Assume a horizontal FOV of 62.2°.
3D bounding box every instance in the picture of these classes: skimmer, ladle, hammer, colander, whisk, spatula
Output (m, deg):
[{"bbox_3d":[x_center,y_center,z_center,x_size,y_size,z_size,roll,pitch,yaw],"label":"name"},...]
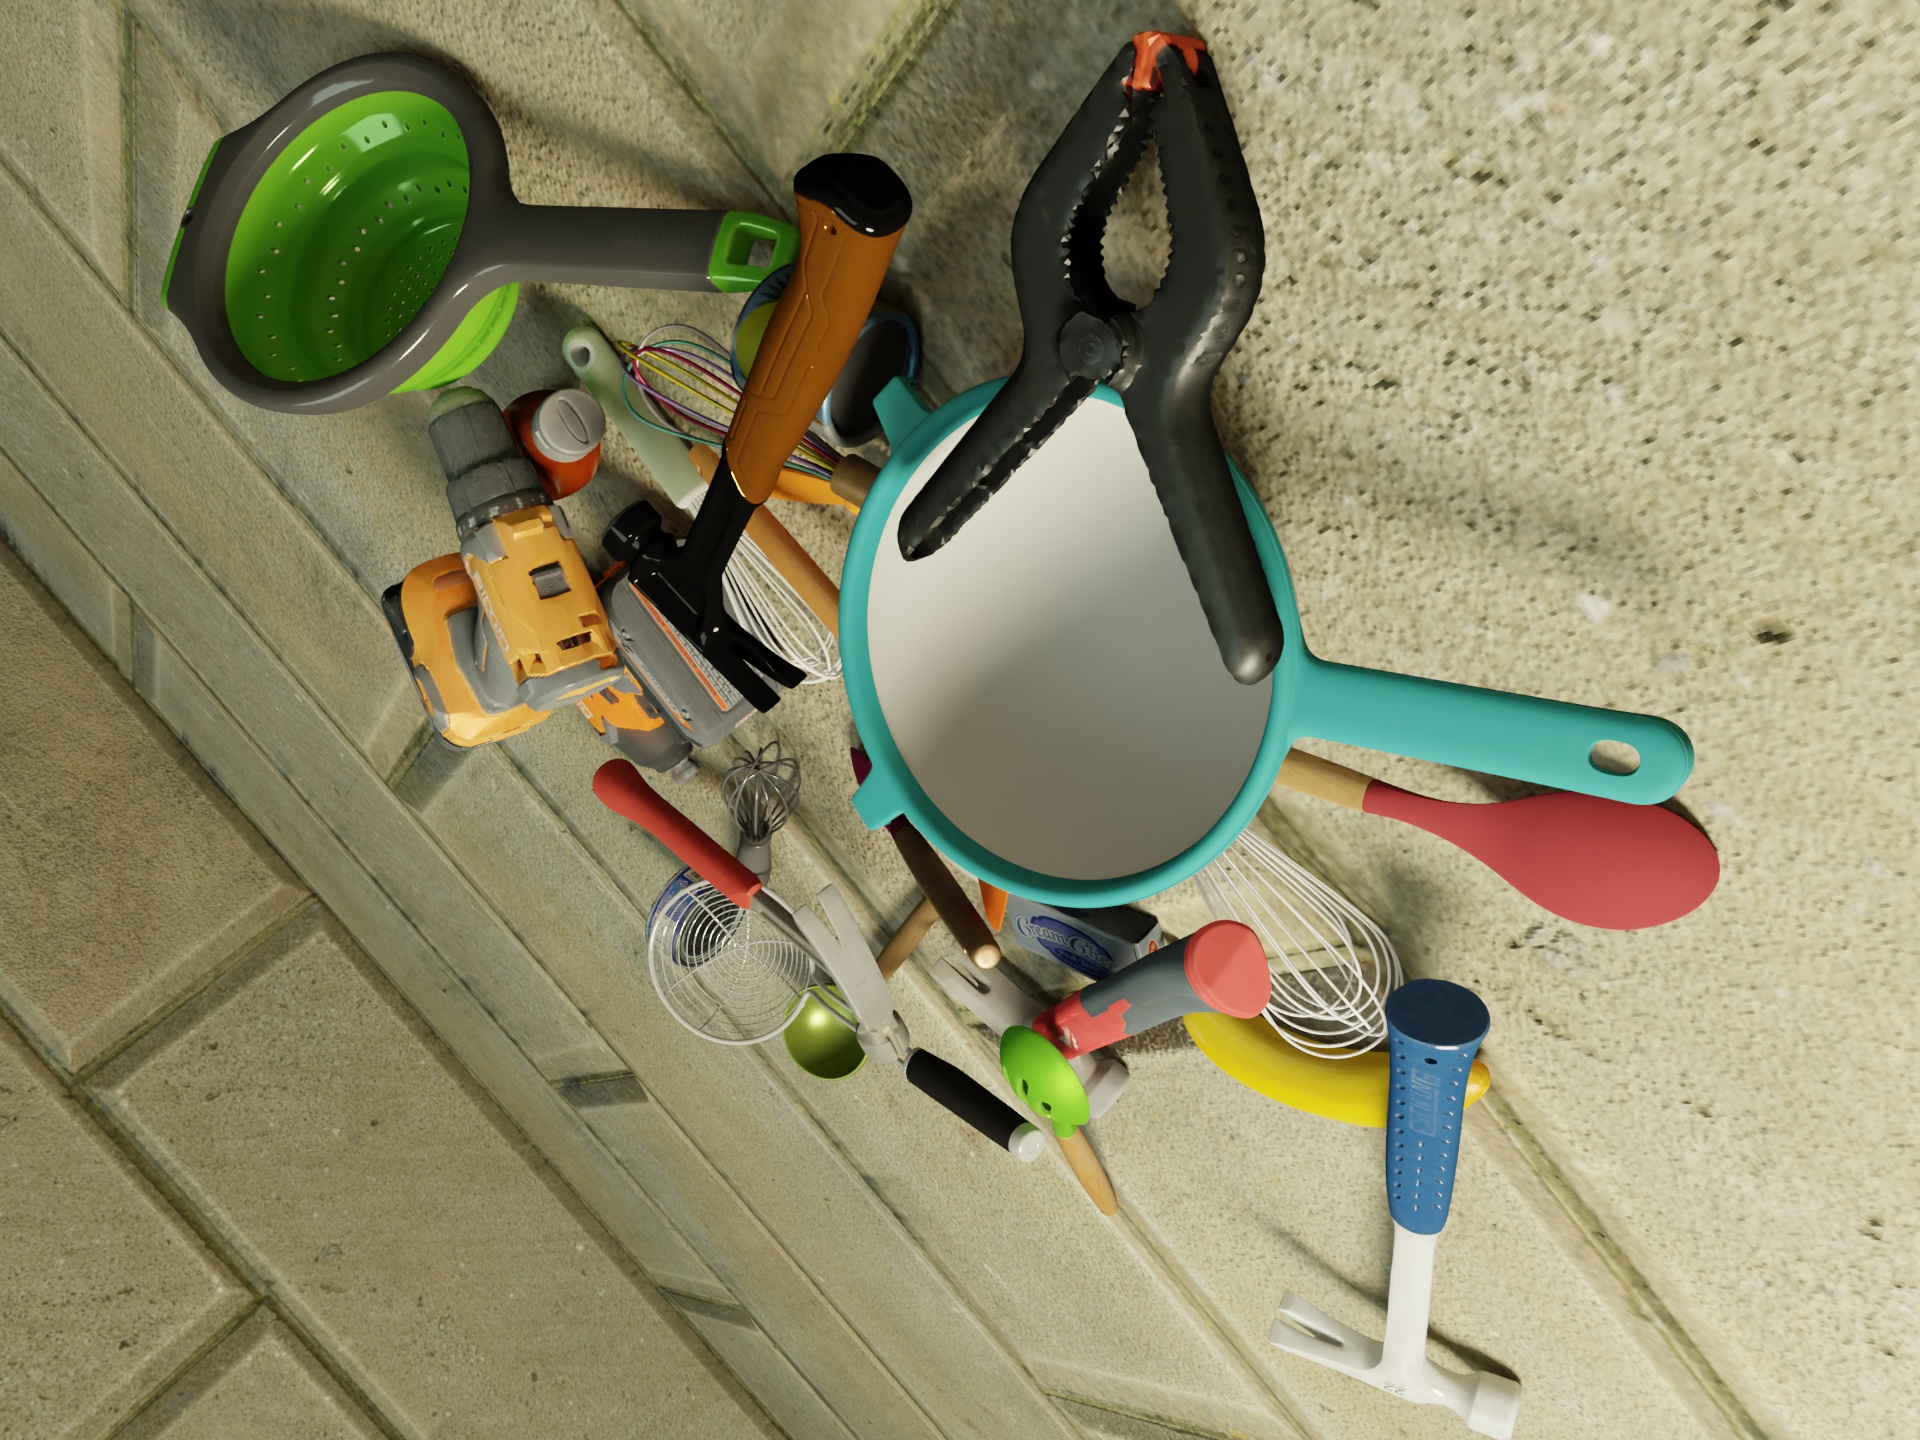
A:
[{"bbox_3d":[-0.089,0.211,1.082,0.364,0.090,0.127,23,103,49],"label":"skimmer"},{"bbox_3d":[0.148,0.021,0.667,0.316,0.031,0.069,20,137,32],"label":"ladle"},{"bbox_3d":[0.070,0.145,0.854,0.143,0.038,0.386,40,161,4],"label":"hammer"},{"bbox_3d":[-0.238,-0.234,0.833,0.397,0.204,0.094,11,171,25],"label":"colander"},{"bbox_3d":[-0.145,-0.122,0.900,0.058,0.059,0.246,-36,92,24],"label":"whisk"},{"bbox_3d":[-0.146,0.078,1.139,0.055,0.055,0.238,41,155,11],"label":"whisk"},{"bbox_3d":[0.227,0.259,0.814,0.144,0.035,0.405,13,141,24],"label":"hammer"},{"bbox_3d":[0.106,0.039,0.755,0.284,0.070,0.070,50,151,6],"label":"whisk"},{"bbox_3d":[-0.076,-0.129,0.770,0.245,0.051,0.047,32,165,20],"label":"whisk"},{"bbox_3d":[-0.058,-0.036,0.801,0.323,0.041,0.081,49,154,27],"label":"spatula"},{"bbox_3d":[-0.065,0.187,1.149,0.078,0.062,0.320,50,149,11],"label":"ladle"},{"bbox_3d":[-0.165,0.100,1.097,0.359,0.037,0.149,30,151,46],"label":"hammer"},{"bbox_3d":[-0.082,-0.116,0.693,0.127,0.034,0.336,46,150,3],"label":"hammer"}]

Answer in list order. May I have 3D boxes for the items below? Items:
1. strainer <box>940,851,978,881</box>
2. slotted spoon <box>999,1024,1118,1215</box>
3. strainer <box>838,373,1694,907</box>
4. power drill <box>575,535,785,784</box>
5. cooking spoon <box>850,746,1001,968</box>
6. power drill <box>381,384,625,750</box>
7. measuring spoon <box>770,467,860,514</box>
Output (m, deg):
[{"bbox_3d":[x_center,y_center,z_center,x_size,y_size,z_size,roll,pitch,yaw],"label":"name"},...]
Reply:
[{"bbox_3d":[-0.001,-0.003,0.820,0.151,0.069,0.256,3,126,52],"label":"strainer"},{"bbox_3d":[0.074,0.275,1.035,0.070,0.031,0.313,34,162,31],"label":"slotted spoon"},{"bbox_3d":[0.110,-0.024,0.620,0.340,0.095,0.211,13,106,33],"label":"strainer"},{"bbox_3d":[-0.199,-0.030,1.044,0.164,0.084,0.226,55,154,-13],"label":"power drill"},{"bbox_3d":[-0.024,0.071,0.862,0.068,0.017,0.319,59,175,-17],"label":"cooking spoon"},{"bbox_3d":[-0.286,-0.082,0.958,0.226,0.084,0.185,-22,91,59],"label":"power drill"},{"bbox_3d":[-0.088,-0.123,0.851,0.117,0.011,0.021,16,138,43],"label":"measuring spoon"}]
